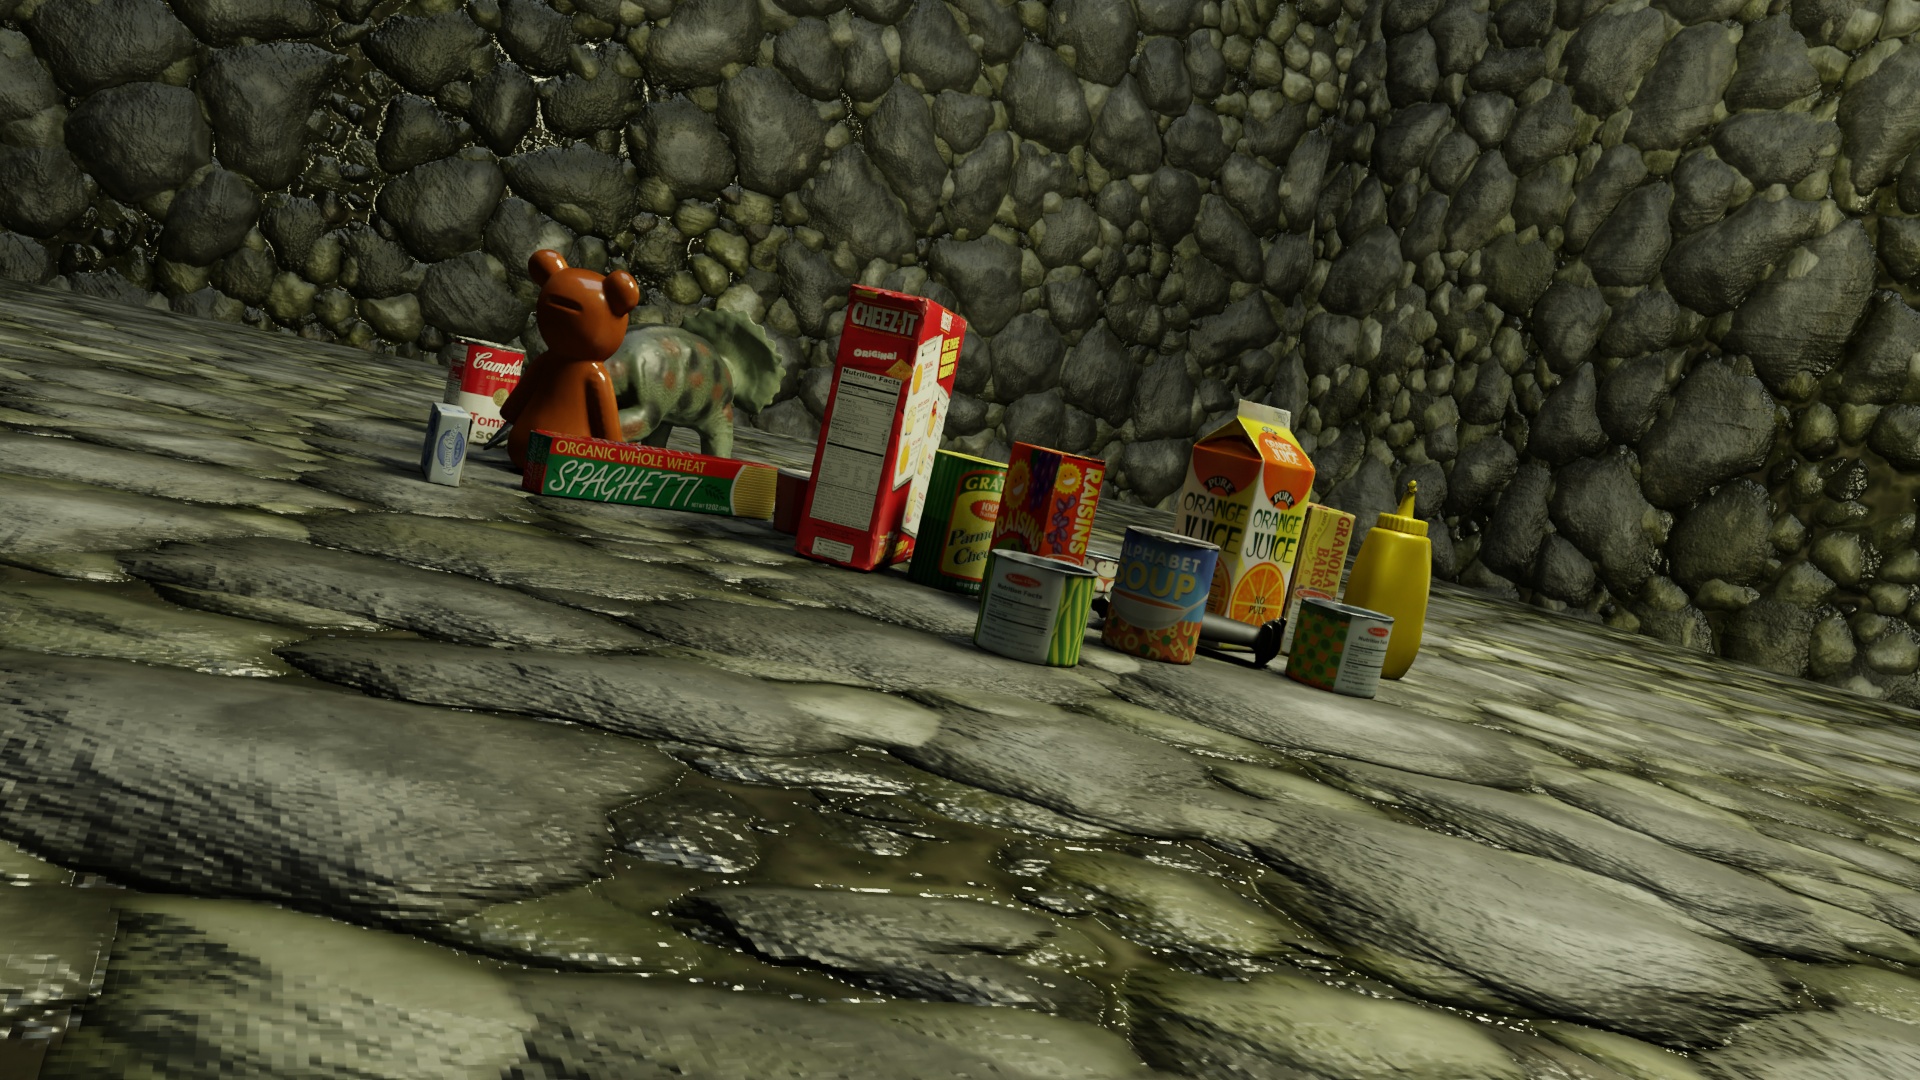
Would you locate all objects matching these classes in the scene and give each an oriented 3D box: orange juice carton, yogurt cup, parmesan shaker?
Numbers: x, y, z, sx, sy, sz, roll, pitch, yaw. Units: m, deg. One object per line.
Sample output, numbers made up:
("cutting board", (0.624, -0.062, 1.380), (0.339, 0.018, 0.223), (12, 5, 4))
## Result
("orange juice carton", (0.220, -0.013, 1.099), (0.072, 0.192, 0.073), (9, 6, -42))
("yogurt cup", (-0.133, -0.032, 1.226), (0.072, 0.054, 0.072), (12, 5, -1))
("parmesan shaker", (0.004, -0.014, 1.085), (0.071, 0.103, 0.071), (12, 5, -1))

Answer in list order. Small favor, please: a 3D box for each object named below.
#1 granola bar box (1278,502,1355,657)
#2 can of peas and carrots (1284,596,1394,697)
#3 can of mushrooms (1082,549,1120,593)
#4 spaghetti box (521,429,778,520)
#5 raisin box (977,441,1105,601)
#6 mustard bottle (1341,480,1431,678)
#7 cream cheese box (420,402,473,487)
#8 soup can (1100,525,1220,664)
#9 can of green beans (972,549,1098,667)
("granola bar box", (0.291, 0.030, 1.191), (0.039, 0.124, 0.166), (13, 5, 4))
("can of peas and carrots", (0.271, 0.076, 1.000), (0.071, 0.058, 0.071), (12, 5, -1))
("can of mushrooms", (0.121, 0.027, 1.316), (0.071, 0.033, 0.071), (12, 5, -1))
("spaghetti box", (-0.257, -0.053, 1.187), (0.029, 0.050, 0.250), (16, 6, 39))
("raisin box", (0.058, -0.005, 1.006), (0.040, 0.123, 0.086), (11, 5, -23))
("mustard bottle", (0.349, 0.030, 1.126), (0.065, 0.160, 0.049), (11, 5, -20))
("cream cheese box", (-0.394, -0.075, 1.065), (0.024, 0.053, 0.104), (10, 5, -26))
("soup can", (0.137, 0.037, 0.958), (0.071, 0.083, 0.071), (12, 5, -1))
("can of green beans", (0.045, 0.041, 0.842), (0.071, 0.057, 0.071), (12, 5, -1))
